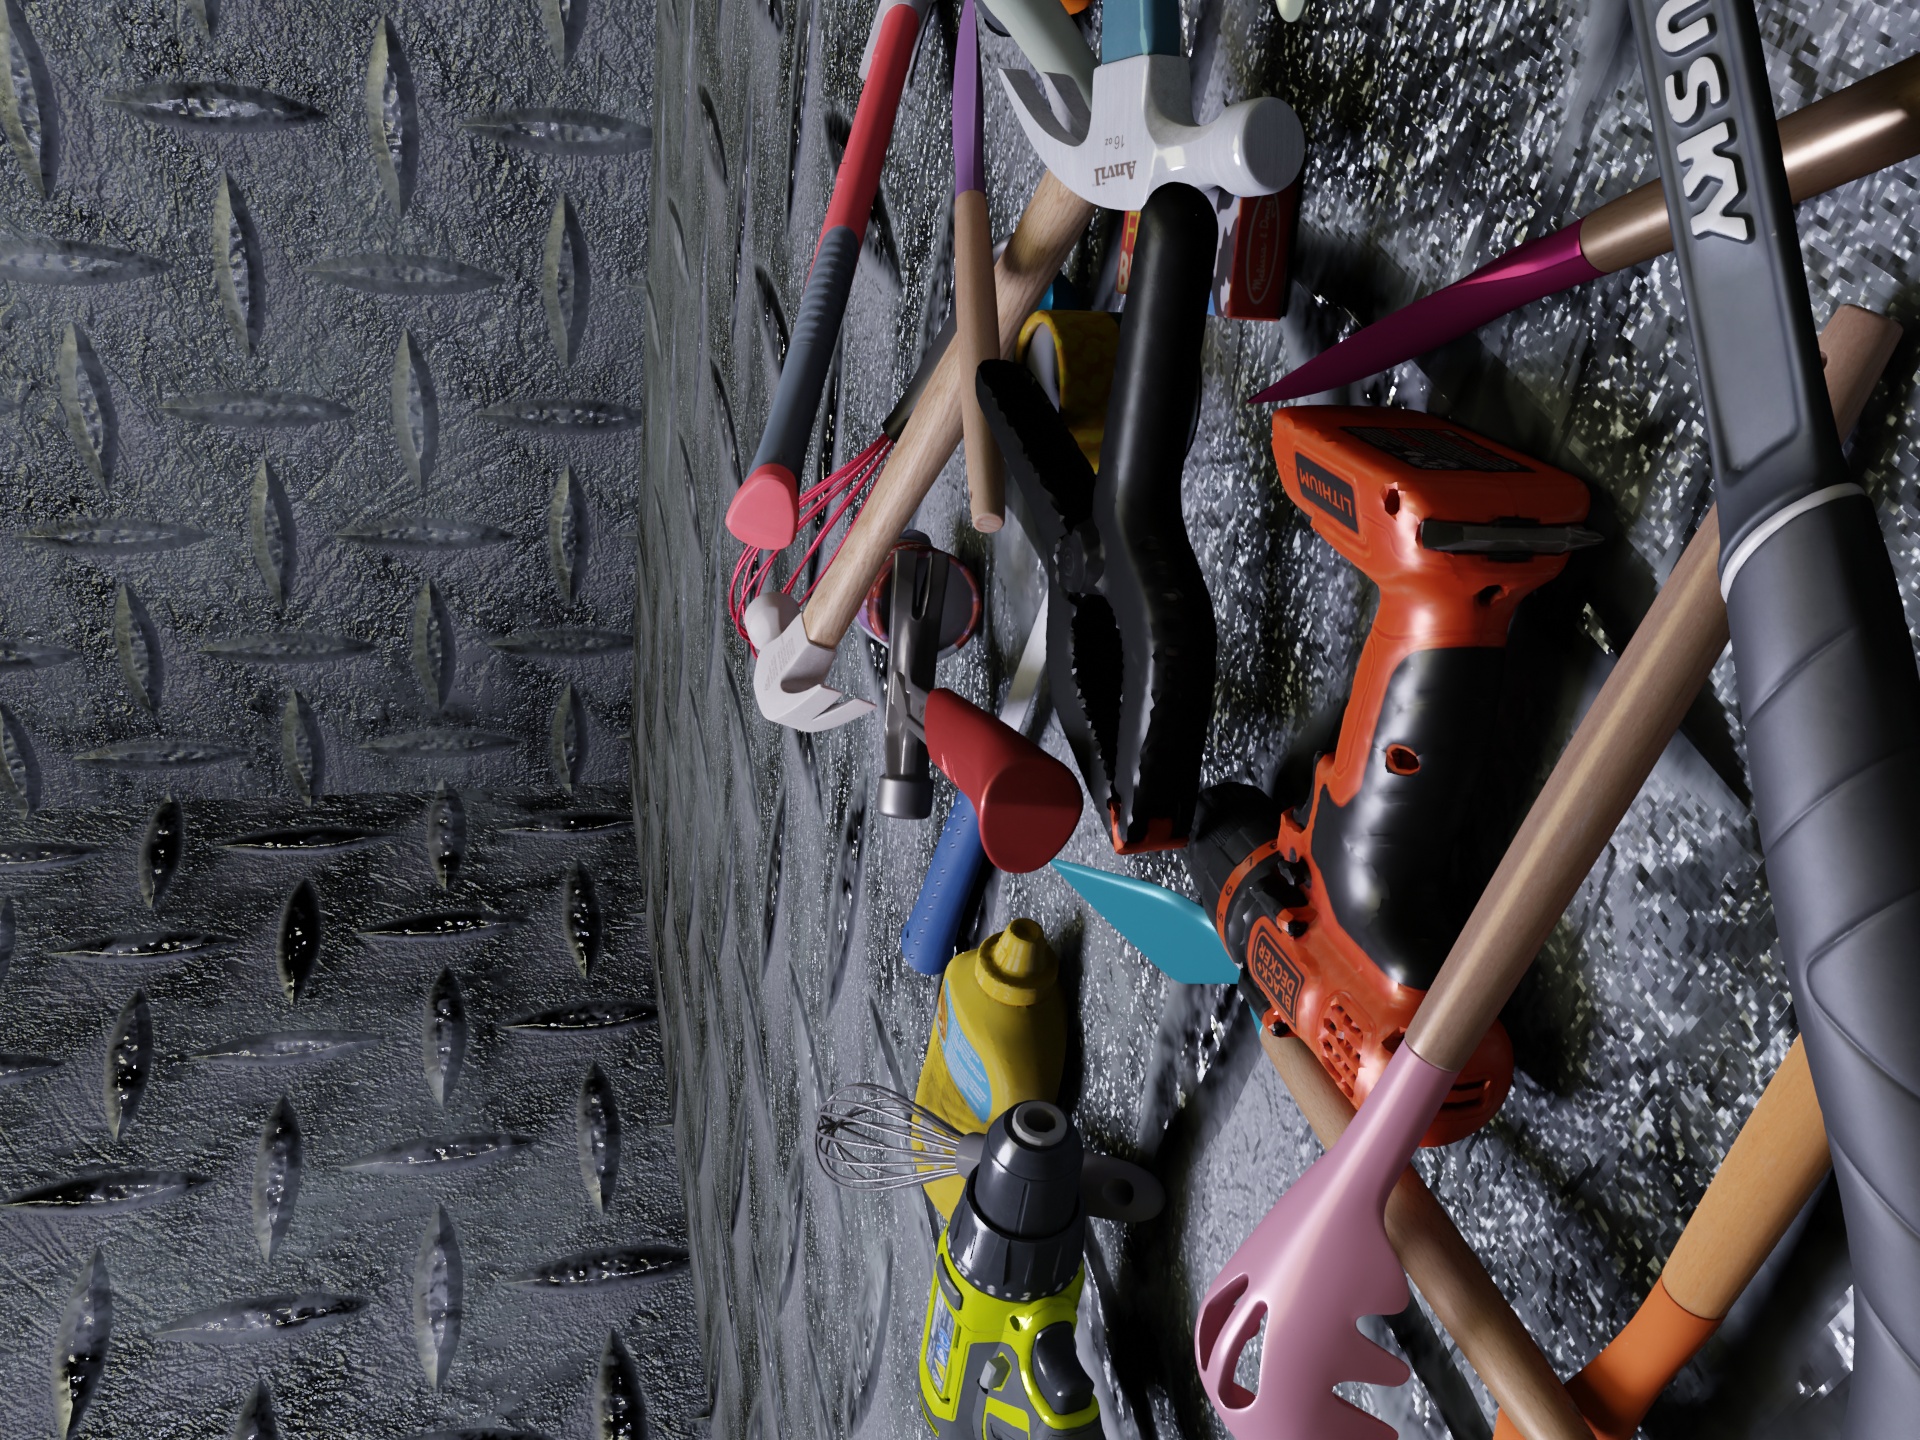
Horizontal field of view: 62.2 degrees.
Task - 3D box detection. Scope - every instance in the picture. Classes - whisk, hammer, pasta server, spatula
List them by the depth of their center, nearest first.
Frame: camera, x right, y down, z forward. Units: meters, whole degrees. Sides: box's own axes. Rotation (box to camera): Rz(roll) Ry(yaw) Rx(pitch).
[{"bbox_3d":[0.151,-0.052,0.286,0.149,0.036,0.409,-16,82,62],"label":"hammer"},{"bbox_3d":[0.178,0.107,0.347,0.081,0.041,0.322,-115,32,-54],"label":"spatula"},{"bbox_3d":[0.129,0.057,0.373,0.316,0.040,0.060,-66,30,19],"label":"pasta server"},{"bbox_3d":[0.103,0.120,0.499,0.044,0.082,0.318,-43,22,6],"label":"spatula"},{"bbox_3d":[0.059,-0.340,0.526,0.128,0.033,0.331,14,110,55],"label":"hammer"},{"bbox_3d":[0.007,-0.297,0.605,0.246,0.059,0.058,21,-113,-63],"label":"whisk"},{"bbox_3d":[0.006,-0.213,0.701,0.059,0.018,0.316,105,166,-58],"label":"spatula"},{"bbox_3d":[-0.001,-0.002,0.724,0.359,0.036,0.149,-145,59,-79],"label":"hammer"},{"bbox_3d":[-0.016,-0.129,0.752,0.331,0.031,0.130,-57,32,28],"label":"hammer"},{"bbox_3d":[0.005,0.214,0.770,0.239,0.055,0.055,-5,87,48],"label":"whisk"},{"bbox_3d":[0.019,0.014,0.842,0.405,0.035,0.144,109,153,-51],"label":"hammer"},{"bbox_3d":[-0.043,-0.140,0.860,0.295,0.073,0.073,-52,37,30],"label":"whisk"},{"bbox_3d":[-0.069,-0.266,0.897,0.143,0.038,0.386,132,152,-67],"label":"hammer"}]

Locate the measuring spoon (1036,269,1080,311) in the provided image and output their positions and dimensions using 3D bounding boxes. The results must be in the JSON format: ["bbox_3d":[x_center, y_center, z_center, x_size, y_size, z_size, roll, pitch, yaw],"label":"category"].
[{"bbox_3d":[0.054,-0.232,0.741,0.042,0.021,0.128,-132,51,-66],"label":"measuring spoon"}]

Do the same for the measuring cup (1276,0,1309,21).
[{"bbox_3d":[0.114,-0.299,0.473,0.083,0.038,0.167,31,127,56],"label":"measuring cup"}]

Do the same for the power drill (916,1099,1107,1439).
[{"bbox_3d":[0.052,0.285,0.635,0.229,0.080,0.190,-126,37,-49],"label":"power drill"}]

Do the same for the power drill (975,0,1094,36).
[{"bbox_3d":[0.031,-0.416,0.677,0.164,0.084,0.226,169,95,-75],"label":"power drill"}]

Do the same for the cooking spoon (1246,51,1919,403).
[{"bbox_3d":[0.159,-0.112,0.345,0.017,0.069,0.319,62,160,-8],"label":"cooking spoon"}]
